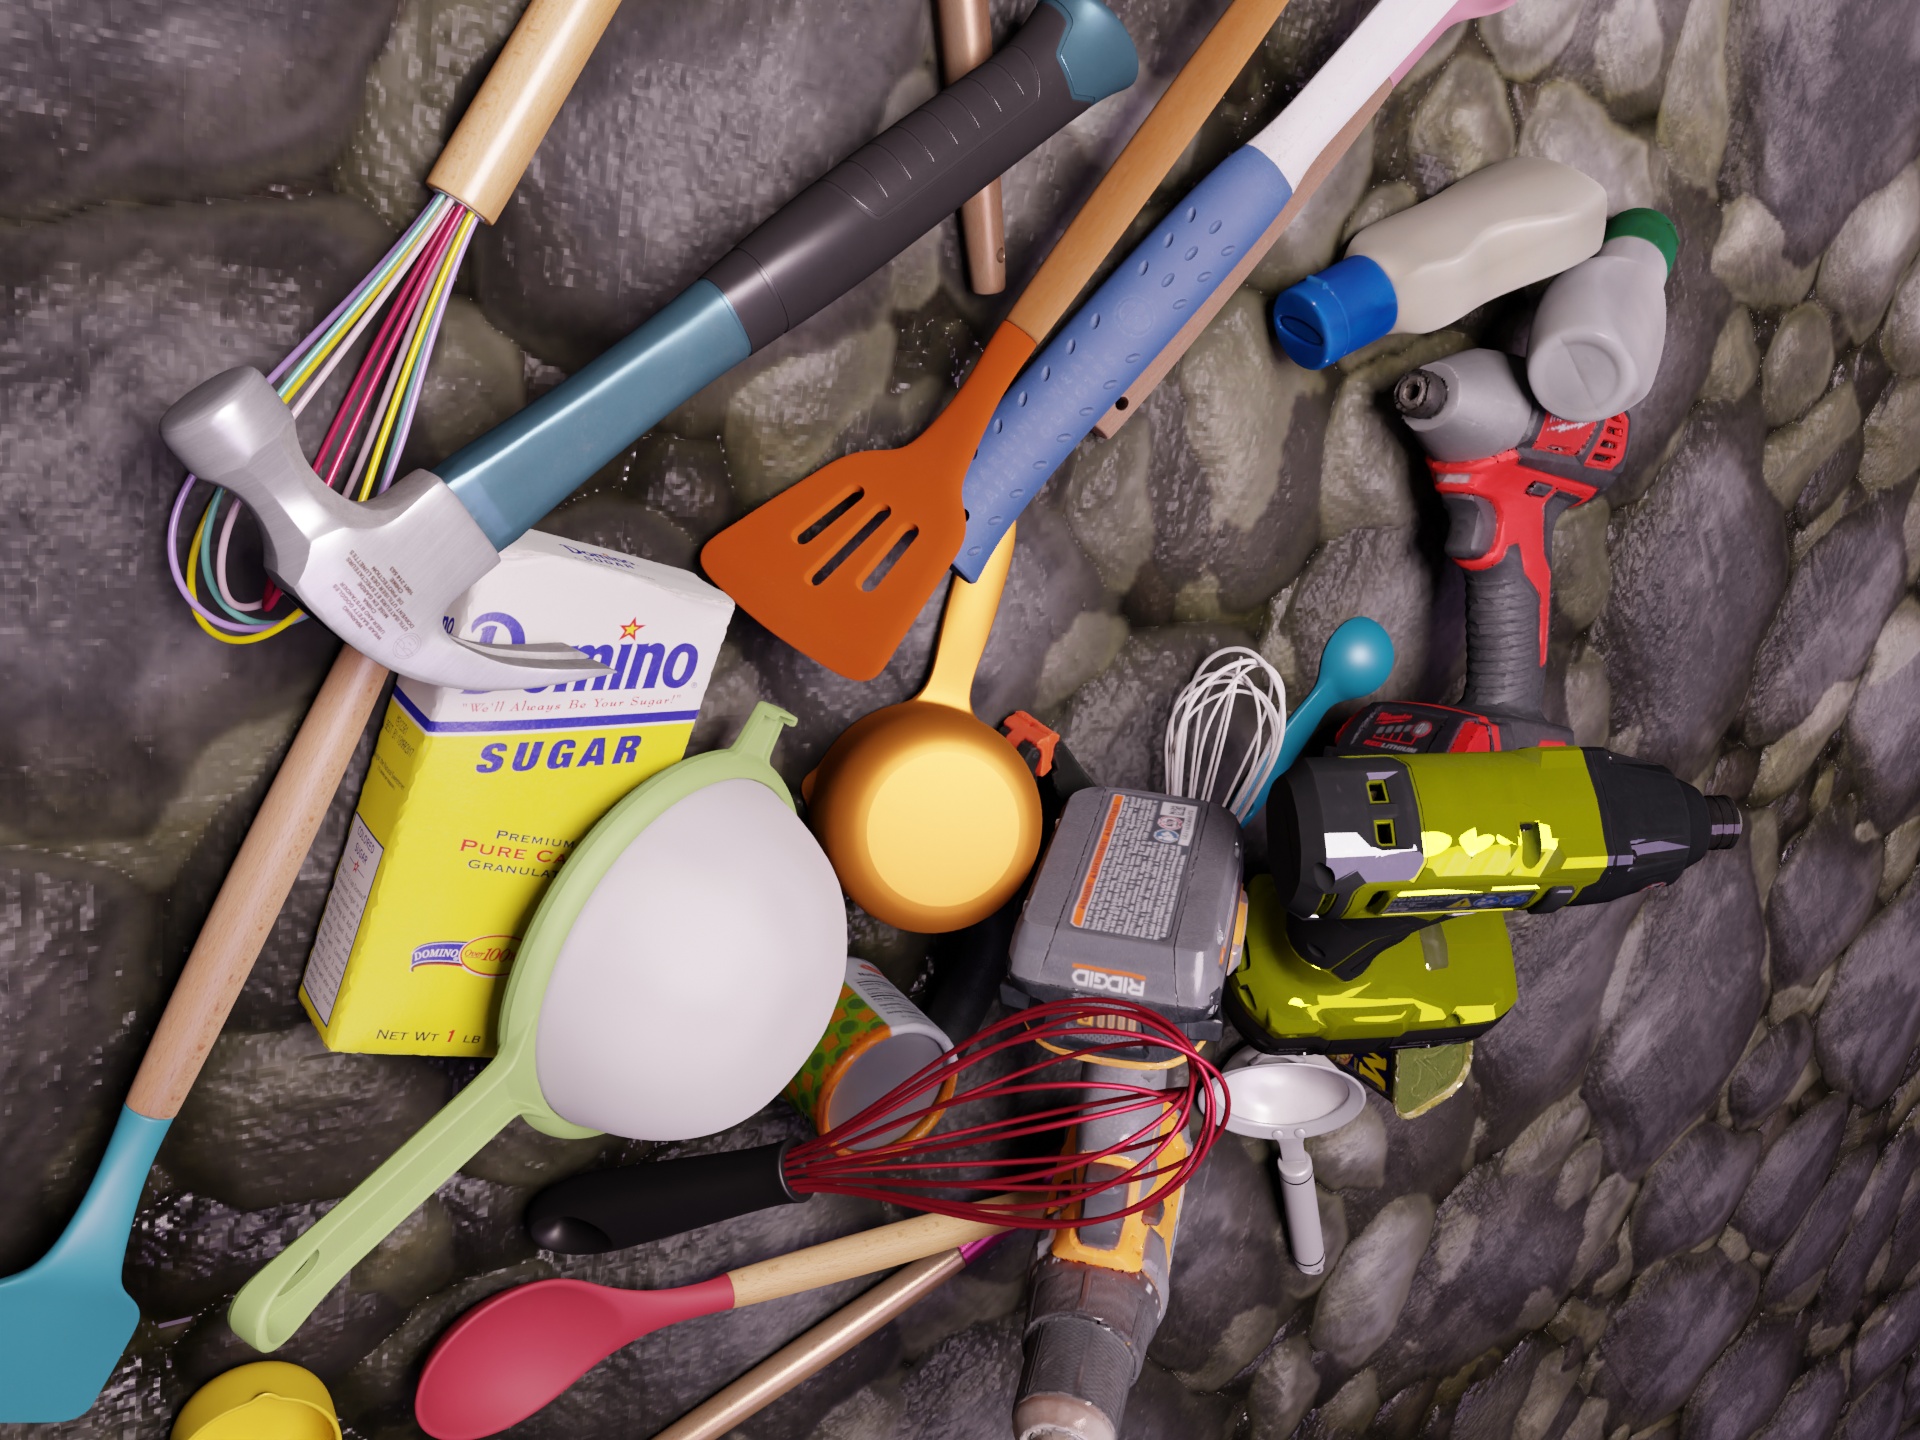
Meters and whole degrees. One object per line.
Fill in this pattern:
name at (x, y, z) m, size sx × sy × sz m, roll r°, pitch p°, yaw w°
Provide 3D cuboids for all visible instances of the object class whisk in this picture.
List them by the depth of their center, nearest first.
whisk at (-0.154, -0.130, 0.463) m, size 0.051 × 0.047 × 0.245 m, roll 30°, pitch 88°, yaw -40°
whisk at (-0.042, 0.156, 0.566) m, size 0.296 × 0.073 × 0.073 m, roll -19°, pitch 136°, yaw 26°
whisk at (0.105, 0.080, 0.746) m, size 0.057 × 0.059 × 0.246 m, roll -8°, pitch 120°, yaw -36°

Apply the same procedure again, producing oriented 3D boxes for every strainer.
strainer at (-0.112, 0.116, 0.521) m, size 0.256 × 0.069 × 0.151 m, roll -43°, pitch 148°, yaw -44°
strainer at (0.184, 0.241, 0.883) m, size 0.087 × 0.050 × 0.258 m, roll -6°, pitch 132°, yaw 13°

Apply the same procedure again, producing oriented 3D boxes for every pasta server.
pasta server at (0.154, -0.239, 0.637) m, size 0.060 × 0.040 × 0.316 m, roll 39°, pitch 87°, yaw -12°

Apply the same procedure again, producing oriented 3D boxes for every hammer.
hammer at (-0.063, -0.133, 0.489) m, size 0.331 × 0.033 × 0.128 m, roll -43°, pitch 128°, yaw -20°
hammer at (0.119, -0.220, 0.600) m, size 0.144 × 0.035 × 0.405 m, roll 42°, pitch 89°, yaw -12°

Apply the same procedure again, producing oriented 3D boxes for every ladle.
ladle at (-0.075, 0.239, 0.686) m, size 0.315 × 0.031 × 0.069 m, roll -6°, pitch 117°, yaw -29°

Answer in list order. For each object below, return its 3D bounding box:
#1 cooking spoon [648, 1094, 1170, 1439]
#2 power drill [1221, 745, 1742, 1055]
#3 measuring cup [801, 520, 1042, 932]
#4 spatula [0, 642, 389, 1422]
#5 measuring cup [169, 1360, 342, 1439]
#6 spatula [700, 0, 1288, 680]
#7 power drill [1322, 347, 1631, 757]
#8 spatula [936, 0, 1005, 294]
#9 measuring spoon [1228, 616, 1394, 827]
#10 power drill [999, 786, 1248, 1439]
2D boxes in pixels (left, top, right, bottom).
cooking spoon at (-0.023, 0.267, 0.753) m, size 0.319 × 0.017 × 0.068 m, roll -28°, pitch 146°, yaw -19°
power drill at (0.199, 0.076, 0.663) m, size 0.171 × 0.080 × 0.223 m, roll -2°, pitch 156°, yaw -4°
measuring cup at (-0.001, -0.002, 0.613) m, size 0.095 × 0.052 × 0.173 m, roll 14°, pitch 94°, yaw -15°
spatula at (-0.253, 0.096, 0.511) m, size 0.082 × 0.044 × 0.317 m, roll 27°, pitch 90°, yaw -41°
measuring cup at (-0.300, 0.257, 0.554) m, size 0.156 × 0.029 × 0.062 m, roll 4°, pitch 109°, yaw -28°
spatula at (0.034, -0.159, 0.557) m, size 0.322 × 0.081 × 0.041 m, roll -54°, pitch 164°, yaw 3°
power drill at (0.241, -0.061, 0.743) m, size 0.143 × 0.079 × 0.219 m, roll 5°, pitch 95°, yaw -39°
spatula at (-0.007, -0.293, 0.505) m, size 0.060 × 0.018 × 0.315 m, roll -39°, pitch 133°, yaw -43°
measuring spoon at (0.173, 0.006, 0.775) m, size 0.128 × 0.021 × 0.042 m, roll -53°, pitch 131°, yaw -6°
power drill at (0.059, 0.164, 0.633) m, size 0.185 × 0.084 × 0.226 m, roll -61°, pitch 156°, yaw -58°
